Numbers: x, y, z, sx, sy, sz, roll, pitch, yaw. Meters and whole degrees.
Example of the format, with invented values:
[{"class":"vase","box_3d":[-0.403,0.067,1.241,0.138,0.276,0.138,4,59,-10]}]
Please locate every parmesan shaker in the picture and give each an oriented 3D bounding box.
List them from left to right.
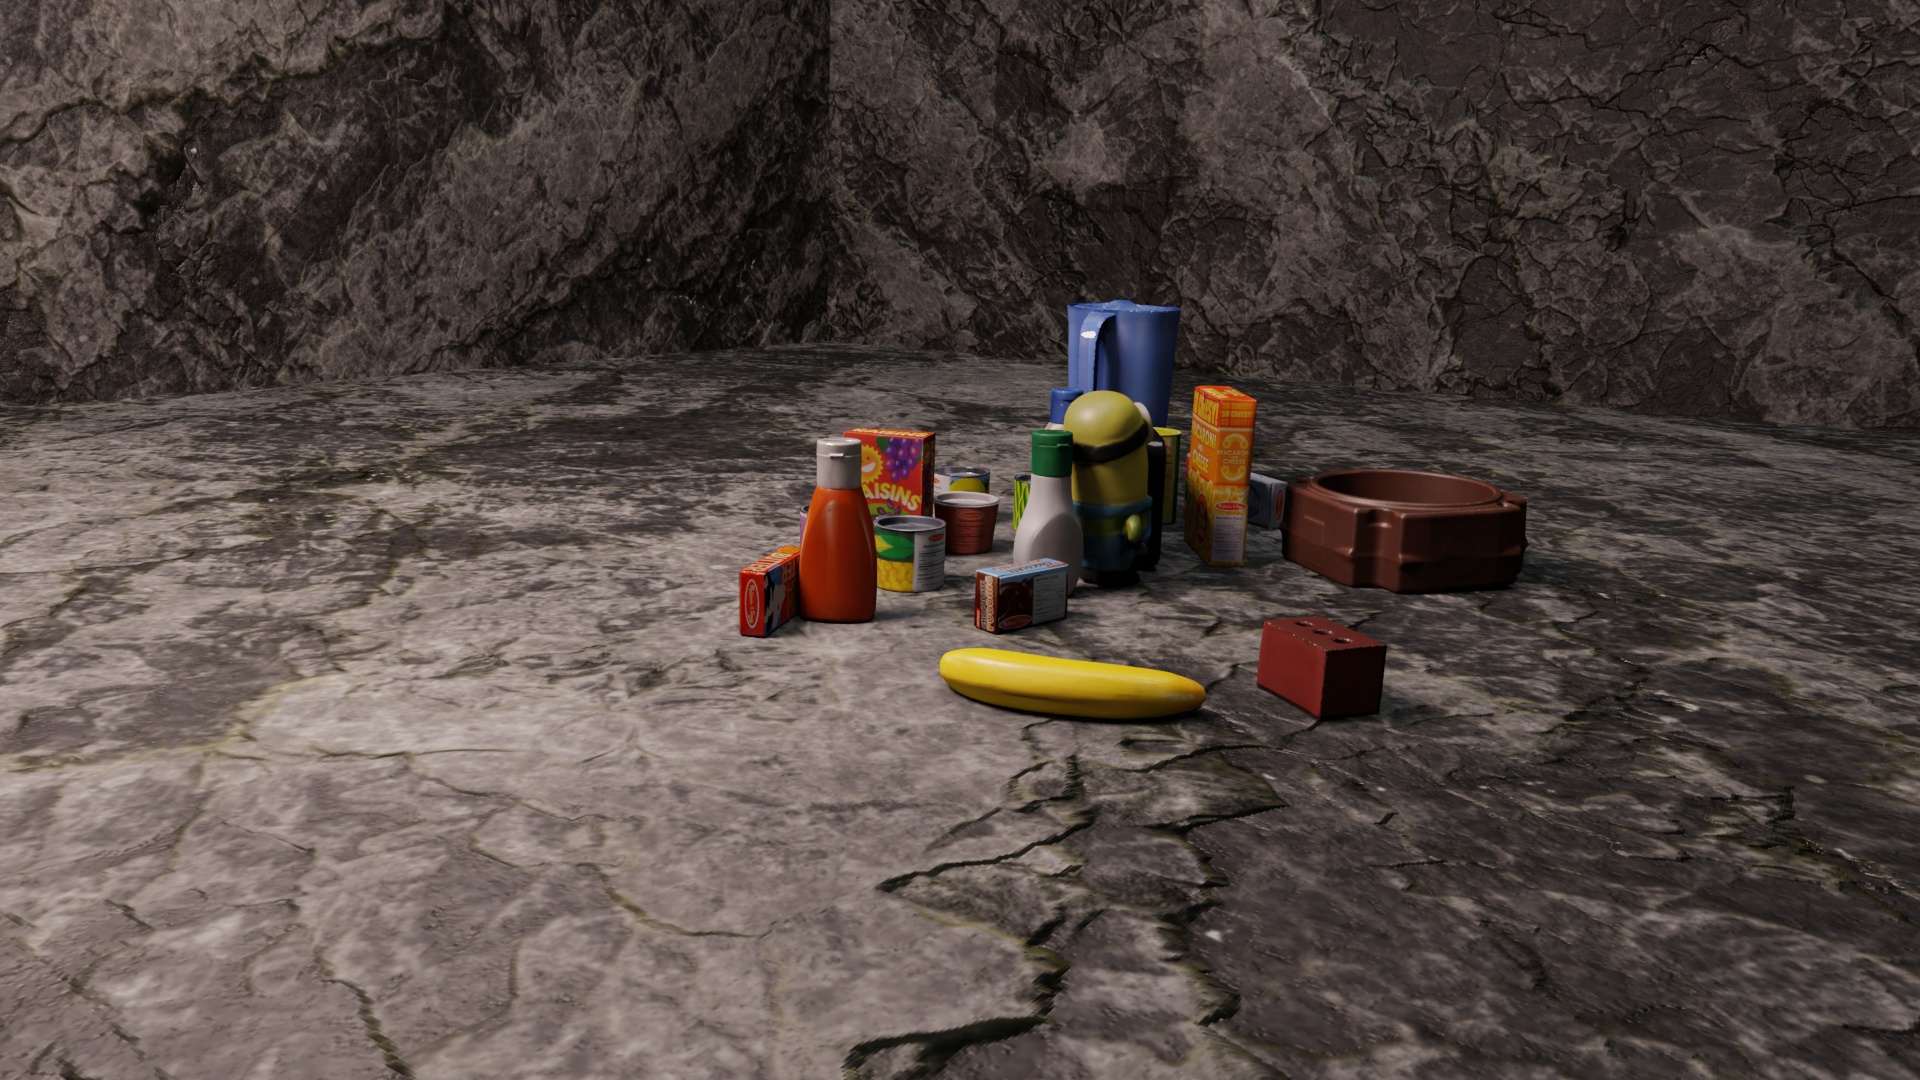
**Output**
[{"class":"parmesan shaker","box_3d":[0.212,-0.074,1.577,0.071,0.102,0.071,2,12,0]}]

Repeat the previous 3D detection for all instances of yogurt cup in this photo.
[{"class":"yogurt cup","box_3d":[0.005,-0.018,1.410,0.072,0.053,0.072,2,12,0]}]

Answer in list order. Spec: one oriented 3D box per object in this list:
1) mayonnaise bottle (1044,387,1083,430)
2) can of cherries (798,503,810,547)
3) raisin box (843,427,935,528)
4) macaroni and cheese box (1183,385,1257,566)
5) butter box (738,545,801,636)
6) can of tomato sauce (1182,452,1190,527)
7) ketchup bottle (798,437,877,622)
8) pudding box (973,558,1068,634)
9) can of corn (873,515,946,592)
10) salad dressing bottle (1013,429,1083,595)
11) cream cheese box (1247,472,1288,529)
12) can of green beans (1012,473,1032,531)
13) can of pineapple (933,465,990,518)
[{"class":"mayonnaise bottle","box_3d":[0.116,-0.096,1.560,0.065,0.147,0.041,1,12,-6]},{"class":"can of cherries","box_3d":[-0.119,-0.002,1.313,0.071,0.058,0.071,2,12,0]},{"class":"raisin box","box_3d":[-0.071,-0.046,1.369,0.086,0.123,0.040,6,13,18]},{"class":"macaroni and cheese box","box_3d":[0.262,-0.068,1.412,0.040,0.166,0.124,1,12,-3]},{"class":"butter box","box_3d":[-0.151,0.040,1.133,0.024,0.053,0.104,5,13,13]},{"class":"can of tomato sauce","box_3d":[0.282,-0.053,1.539,0.071,0.083,0.071,2,12,0]},{"class":"ketchup bottle","box_3d":[-0.100,-0.009,1.138,0.065,0.148,0.043,2,12,1]},{"class":"pudding box","box_3d":[0.051,0.045,1.147,0.084,0.049,0.030,-9,16,-41]},{"class":"can of corn","box_3d":[-0.049,0.011,1.264,0.071,0.058,0.071,2,12,0]},{"class":"salad dressing bottle","box_3d":[0.080,-0.024,1.233,0.064,0.147,0.044,-5,14,-27]},{"class":"cream cheese box","box_3d":[0.335,-0.049,1.596,0.024,0.053,0.104,-4,14,-23]},{"class":"can of green beans","box_3d":[0.090,-0.039,1.510,0.071,0.057,0.071,2,12,0]},{"class":"can of pineapple","box_3d":[0.001,-0.050,1.543,0.071,0.057,0.071,2,12,0]}]
